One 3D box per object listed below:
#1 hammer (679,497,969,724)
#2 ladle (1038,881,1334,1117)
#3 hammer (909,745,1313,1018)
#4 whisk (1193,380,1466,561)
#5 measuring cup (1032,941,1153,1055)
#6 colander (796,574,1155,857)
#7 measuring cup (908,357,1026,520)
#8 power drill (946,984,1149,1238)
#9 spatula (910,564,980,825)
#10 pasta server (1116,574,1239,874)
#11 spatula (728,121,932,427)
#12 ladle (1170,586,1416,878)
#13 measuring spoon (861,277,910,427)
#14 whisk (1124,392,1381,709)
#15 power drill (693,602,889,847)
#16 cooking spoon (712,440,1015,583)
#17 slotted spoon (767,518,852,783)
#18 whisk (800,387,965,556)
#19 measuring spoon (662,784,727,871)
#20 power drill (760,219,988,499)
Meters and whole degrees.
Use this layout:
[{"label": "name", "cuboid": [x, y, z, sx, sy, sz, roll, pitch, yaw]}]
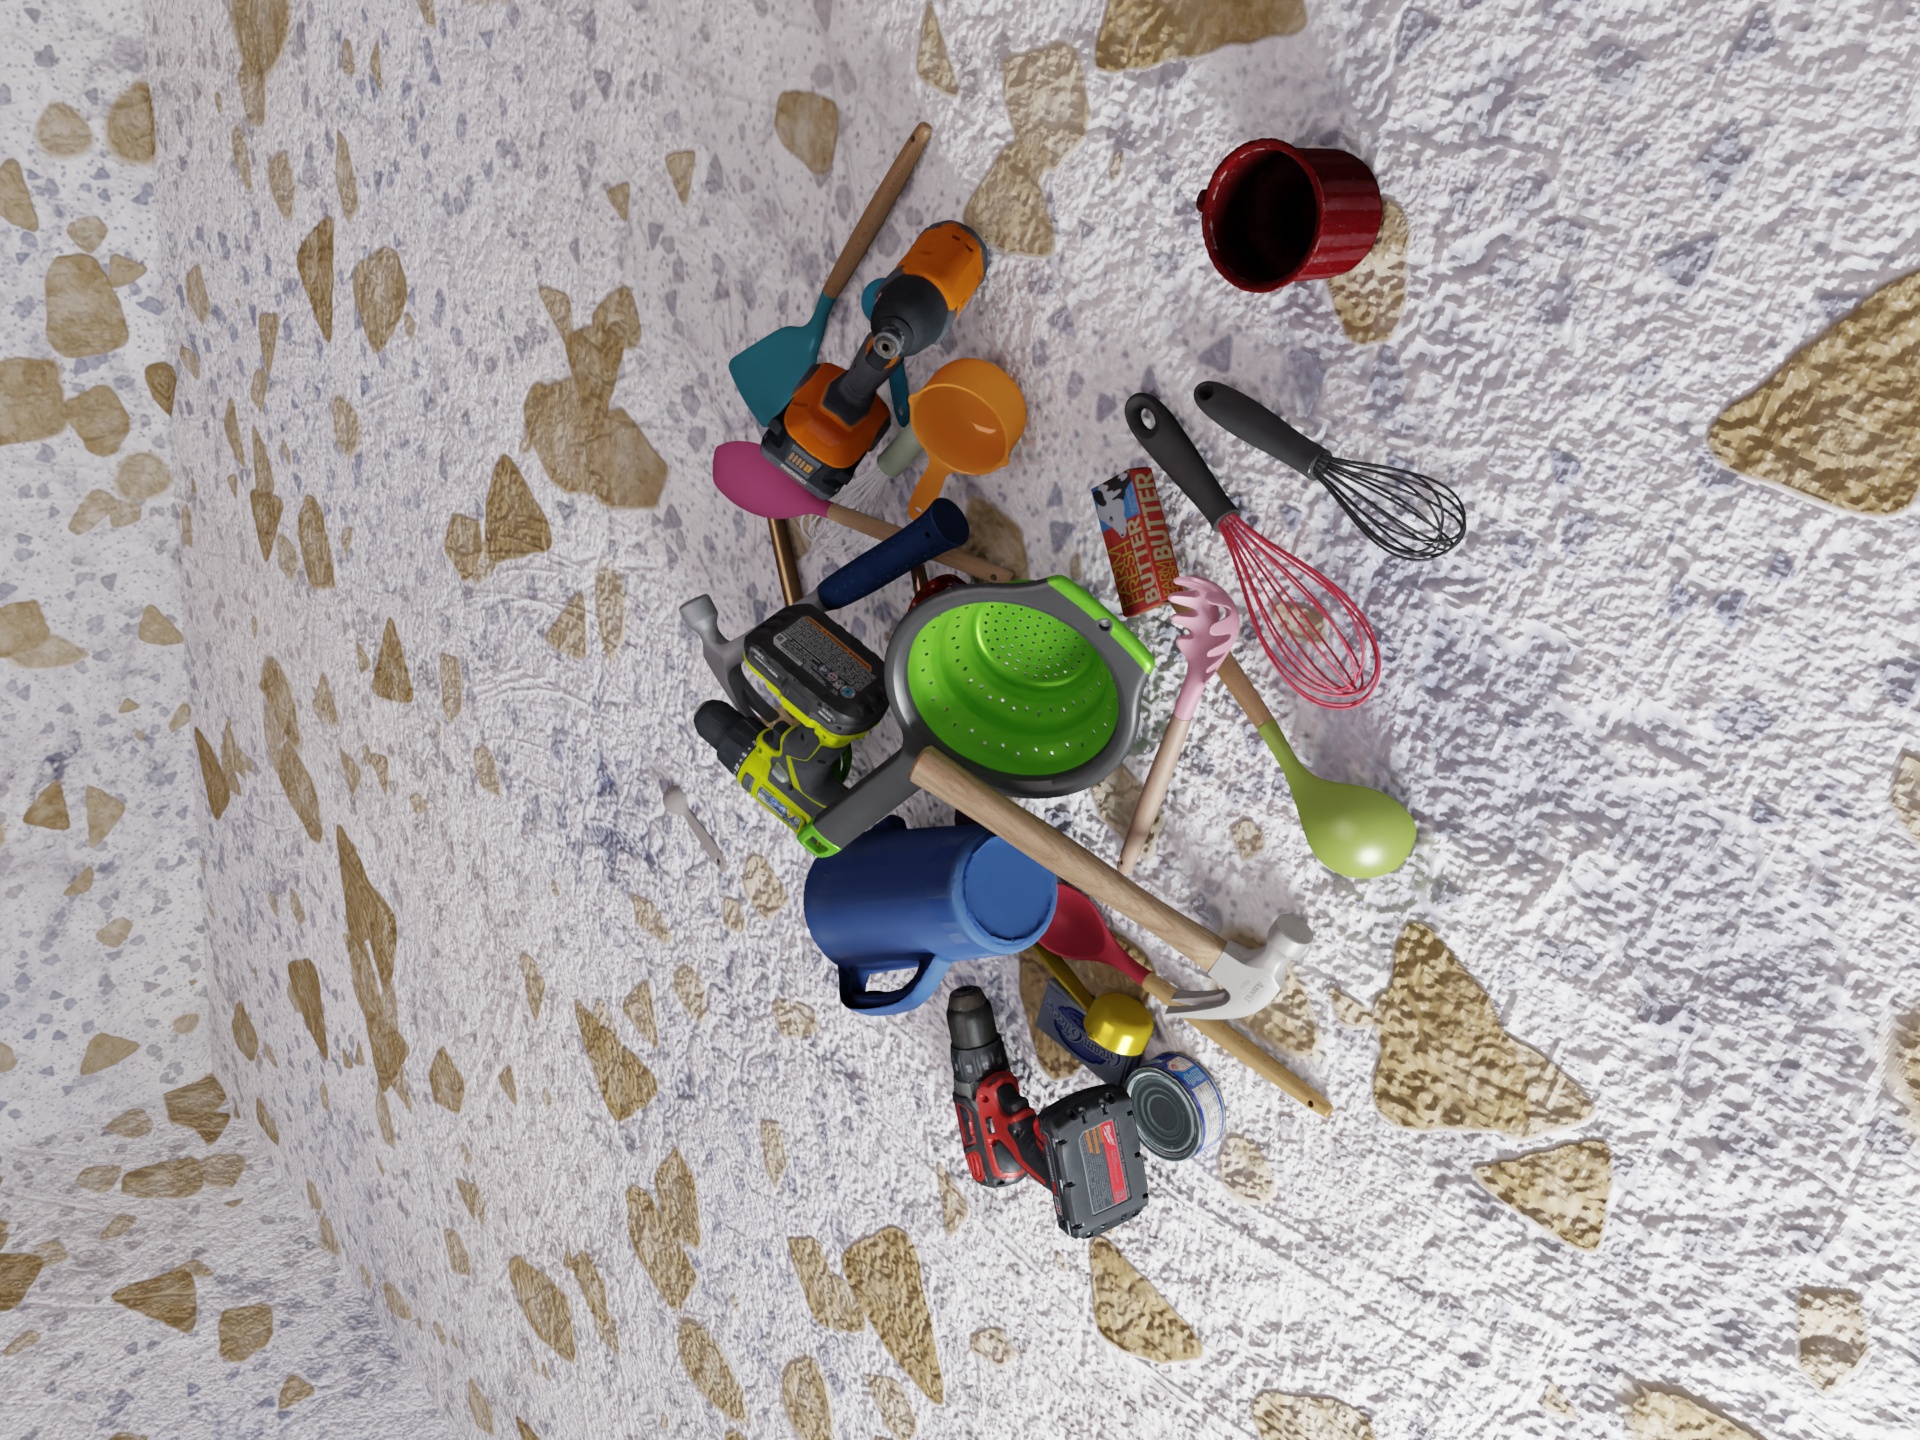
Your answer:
[{"label": "hammer", "cuboid": [-0.123, -0.103, 1.435, 0.405, 0.035, 0.144, -23, 95, 50]}, {"label": "ladle", "cuboid": [0.172, 0.225, 1.298, 0.316, 0.031, 0.069, 34, 124, 33]}, {"label": "hammer", "cuboid": [0.103, 0.123, 1.245, 0.331, 0.031, 0.130, 32, 126, 9]}, {"label": "whisk", "cuboid": [0.243, -0.175, 1.072, 0.239, 0.055, 0.055, 42, 130, 36]}, {"label": "measuring cup", "cuboid": [0.108, 0.223, 1.356, 0.157, 0.062, 0.029, 47, 123, 41]}, {"label": "colander", "cuboid": [-0.002, -0.004, 1.309, 0.204, 0.095, 0.397, 41, 129, -14]}, {"label": "measuring cup", "cuboid": [-0.004, -0.228, 1.310, 0.095, 0.052, 0.173, 34, 147, -1]}, {"label": "power drill", "cuboid": [0.060, 0.339, 1.399, 0.227, 0.080, 0.188, 5, 108, 61]}, {"label": "spatula", "cuboid": [-0.004, 0.015, 1.423, 0.060, 0.018, 0.316, -5, 101, 47]}, {"label": "pasta server", "cuboid": [0.154, 0.015, 1.199, 0.316, 0.040, 0.060, 103, 148, -45]}, {"label": "spatula", "cuboid": [-0.110, -0.389, 1.382, 0.317, 0.044, 0.082, -49, 63, 43]}, {"label": "ladle", "cuboid": [0.218, -0.021, 1.161, 0.320, 0.062, 0.078, 59, 150, 25]}, {"label": "measuring spoon", "cuboid": [-0.065, -0.316, 1.373, 0.042, 0.021, 0.128, 0, 104, 47]}, {"label": "whisk", "cuboid": [0.199, -0.127, 1.127, 0.296, 0.073, 0.073, 58, 137, 25]}, {"label": "power drill", "cuboid": [-0.158, 0.001, 1.457, 0.190, 0.080, 0.228, 39, 142, 12]}, {"label": "cooking spoon", "cuboid": [-0.092, -0.175, 1.391, 0.319, 0.017, 0.068, 23, 123, 22]}, {"label": "slotted spoon", "cuboid": [-0.153, -0.084, 1.546, 0.070, 0.031, 0.314, -10, 94, 48]}, {"label": "whisk", "cuboid": [-0.067, -0.219, 1.396, 0.057, 0.059, 0.246, 35, 135, -17]}, {"label": "measuring spoon", "cuboid": [-0.300, 0.124, 1.781, 0.124, 0.018, 0.034, 50, 134, 22]}, {"label": "power drill", "cuboid": [-0.073, -0.283, 1.281, 0.084, 0.164, 0.226, 36, 133, -10]}]
